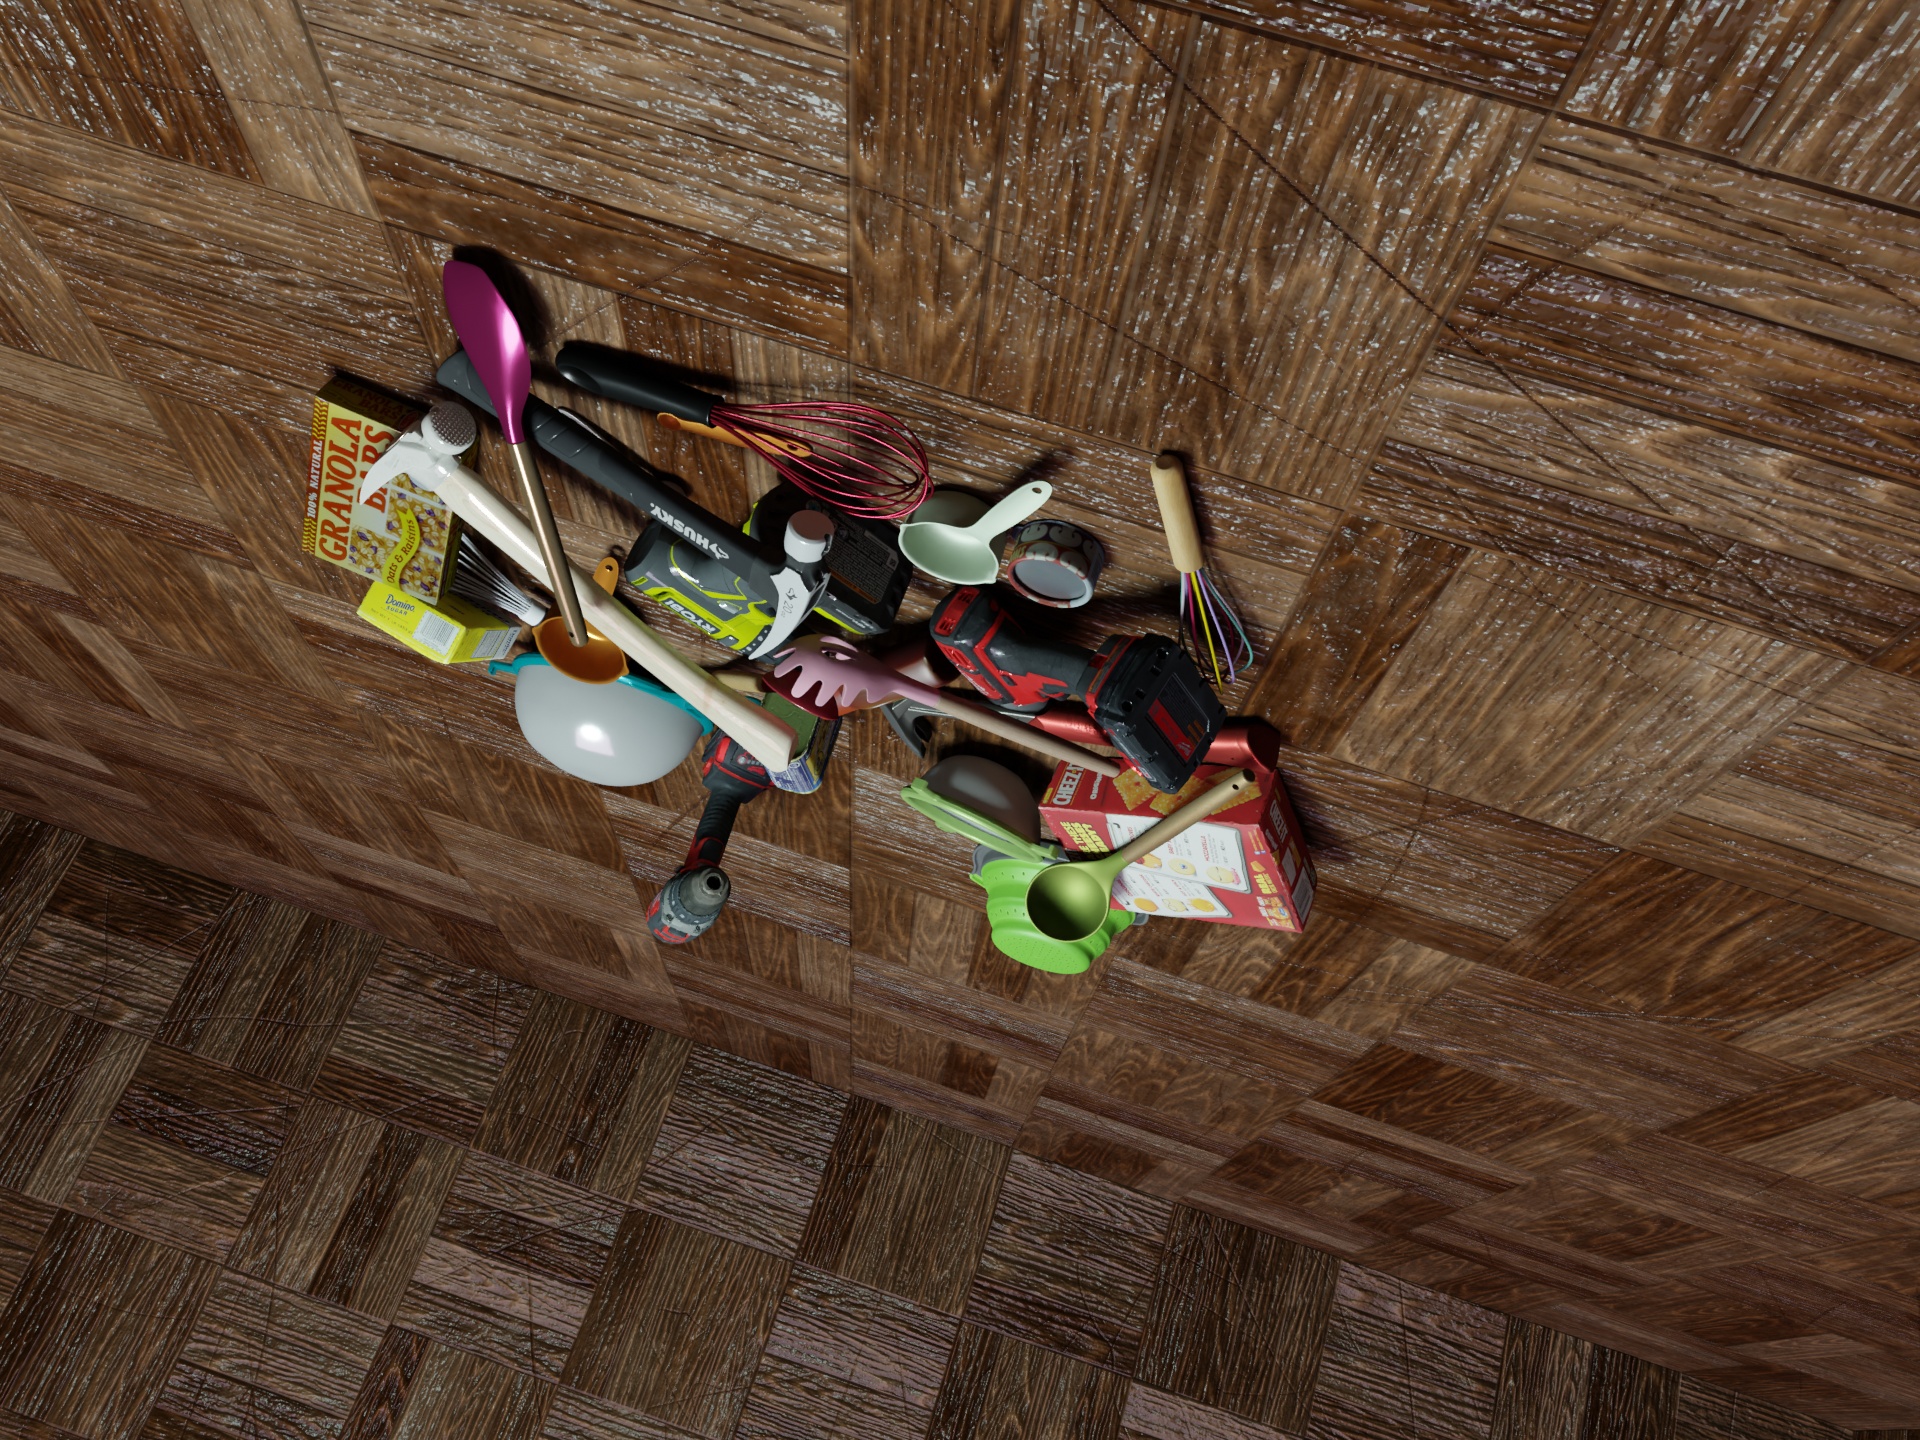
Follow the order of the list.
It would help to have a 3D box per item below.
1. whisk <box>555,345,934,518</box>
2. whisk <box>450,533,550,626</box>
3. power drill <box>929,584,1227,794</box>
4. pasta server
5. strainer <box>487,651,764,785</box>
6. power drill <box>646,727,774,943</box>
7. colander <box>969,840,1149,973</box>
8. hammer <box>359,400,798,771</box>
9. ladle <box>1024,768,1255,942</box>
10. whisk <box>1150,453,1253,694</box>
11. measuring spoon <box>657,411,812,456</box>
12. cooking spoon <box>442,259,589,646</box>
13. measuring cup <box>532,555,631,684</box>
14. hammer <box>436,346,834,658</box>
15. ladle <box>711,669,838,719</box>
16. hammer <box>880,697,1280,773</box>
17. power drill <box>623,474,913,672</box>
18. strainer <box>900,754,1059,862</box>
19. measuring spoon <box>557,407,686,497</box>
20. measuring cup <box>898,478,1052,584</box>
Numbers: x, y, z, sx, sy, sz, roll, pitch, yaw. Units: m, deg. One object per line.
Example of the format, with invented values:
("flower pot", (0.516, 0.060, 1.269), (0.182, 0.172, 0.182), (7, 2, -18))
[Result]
("whisk", (-0.151, -0.207, 1.095), (0.296, 0.073, 0.073), (21, 156, 14))
("whisk", (-0.424, -0.117, 1.480), (0.070, 0.070, 0.284), (-4, 151, 41))
("power drill", (0.086, -0.026, 1.218), (0.220, 0.078, 0.143), (22, 162, 43))
("pasta server", (-0.002, -0.004, 1.274), (0.316, 0.060, 0.040), (21, 126, -28))
("strainer", (-0.317, 0.014, 1.566), (0.340, 0.095, 0.210), (3, 160, 44))
("power drill", (-0.241, 0.110, 1.600), (0.080, 0.227, 0.188), (25, 155, -13))
("colander", (0.143, 0.197, 1.659), (0.204, 0.094, 0.397), (32, 153, -25))
("hammer", (-0.296, -0.087, 1.297), (0.146, 0.038, 0.410), (-20, 127, 44))
("ladle", (0.153, 0.116, 1.372), (0.078, 0.062, 0.320), (43, 144, -3))
("whisk", (0.165, -0.095, 1.107), (0.051, 0.047, 0.244), (9, 150, 24))
("measuring spoon", (-0.163, -0.209, 1.152), (0.117, 0.011, 0.021), (13, 154, 5))
("cooking spoon", (-0.315, -0.182, 1.154), (0.069, 0.017, 0.318), (18, 137, 27))
("measuring cup", (-0.327, -0.106, 1.445), (0.095, 0.052, 0.173), (25, 137, -8))
("hammer", (-0.241, -0.170, 1.147), (0.335, 0.035, 0.146), (33, 142, 9))
("ladle", (-0.175, -0.031, 1.401), (0.069, 0.031, 0.315), (28, 173, -23))
("hammer", (0.097, 0.009, 1.377), (0.359, 0.037, 0.149), (8, 153, 24))
("power drill", (-0.141, -0.104, 1.272), (0.190, 0.080, 0.228), (34, 154, -28))
("strainer", (0.015, 0.079, 1.568), (0.151, 0.069, 0.256), (27, 172, -6))
("measuring spoon", (-0.260, -0.204, 1.232), (0.124, 0.018, 0.034), (40, 142, -25))
("measuring cup", (0.019, -0.146, 1.114), (0.083, 0.038, 0.167), (30, 152, -21))
